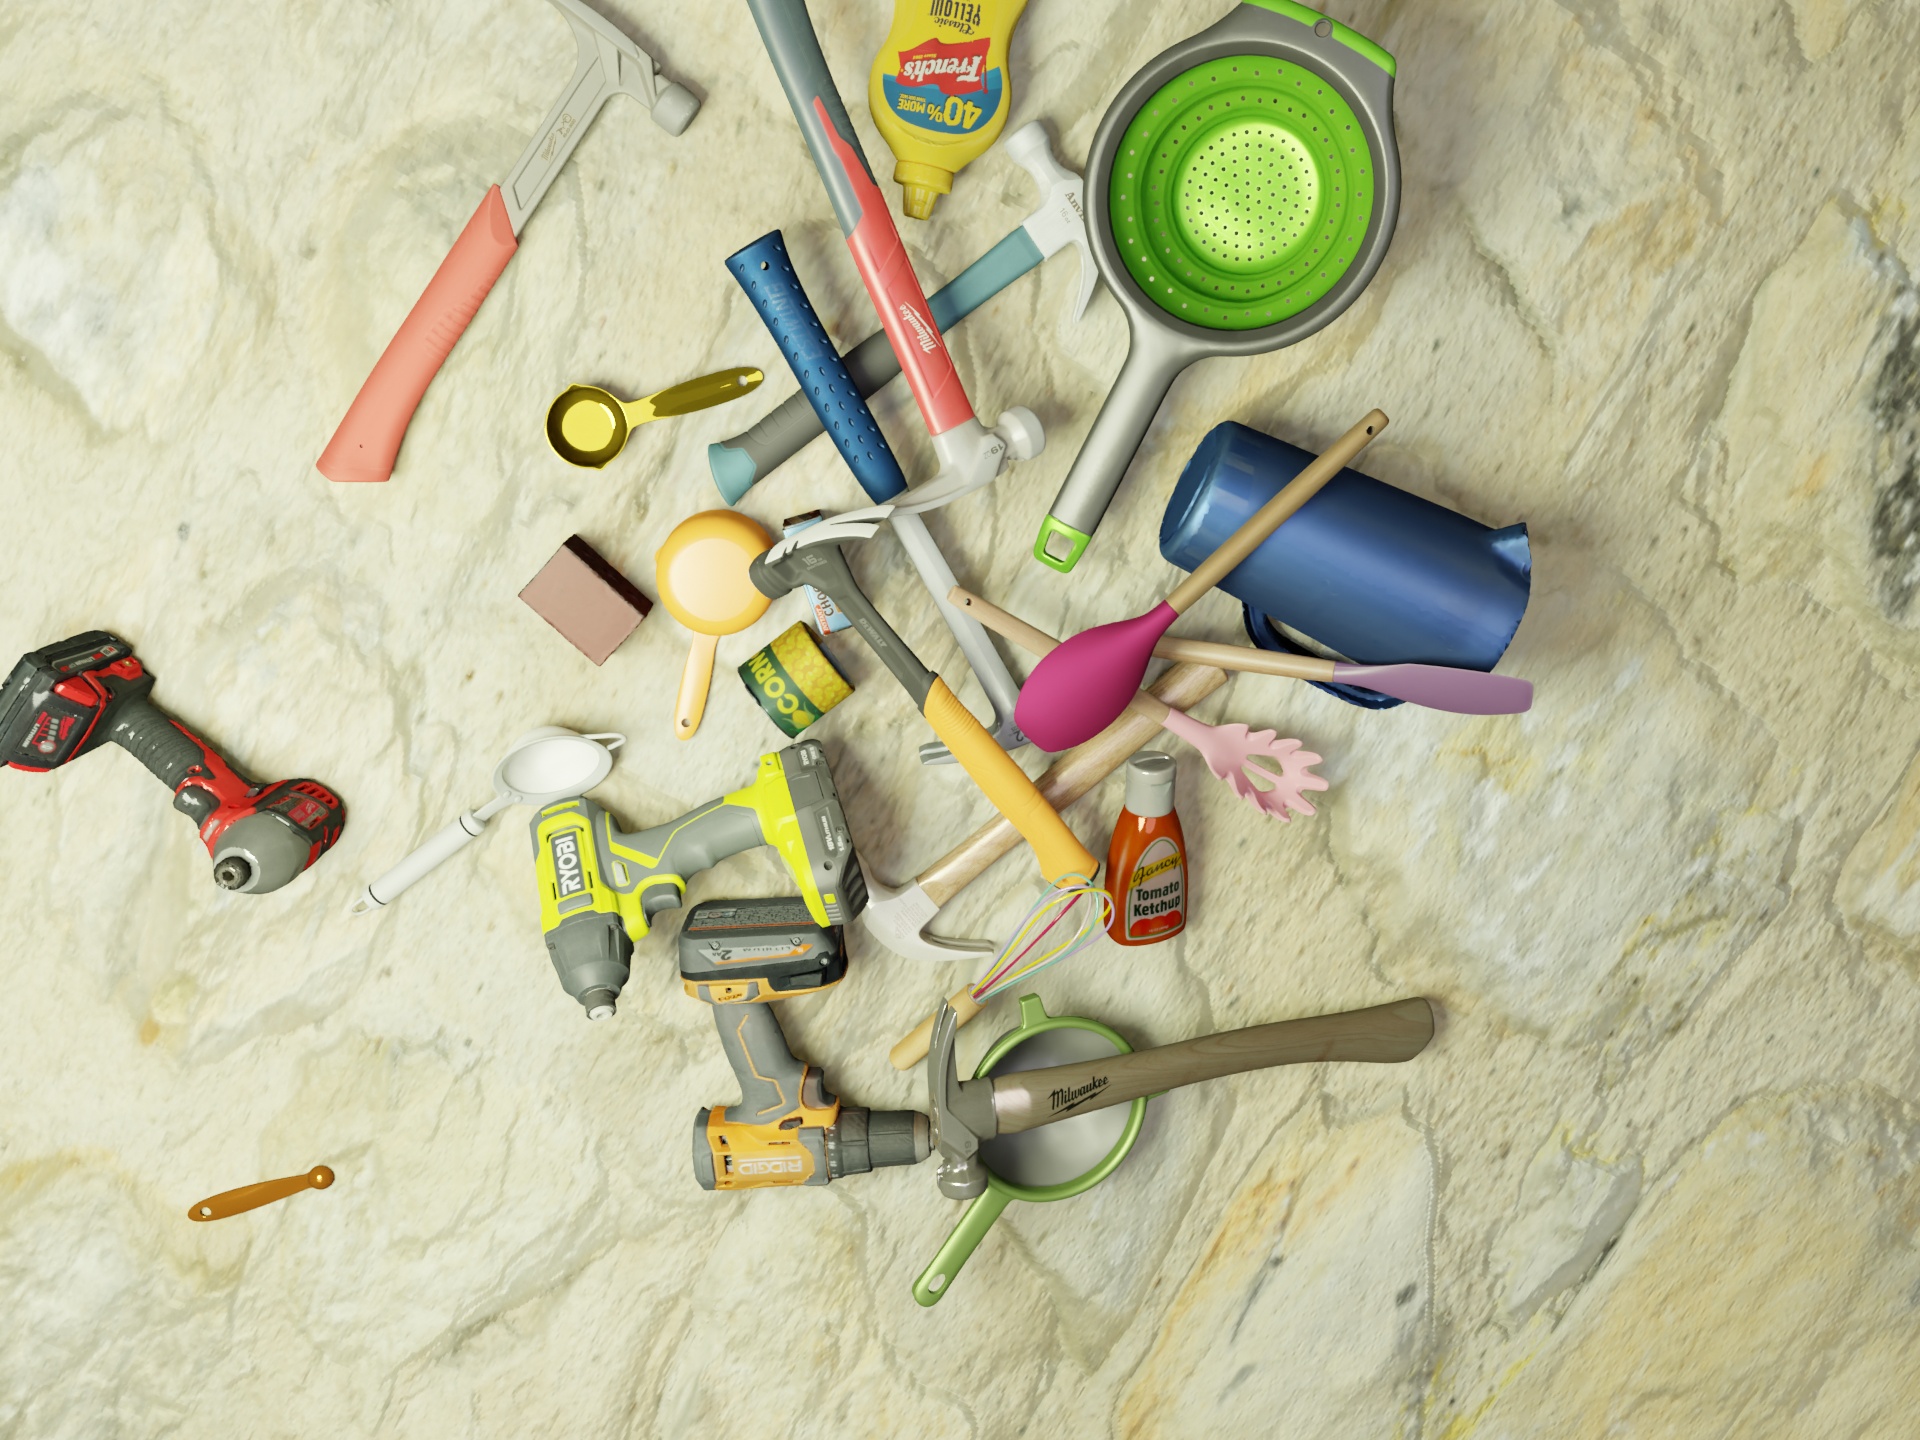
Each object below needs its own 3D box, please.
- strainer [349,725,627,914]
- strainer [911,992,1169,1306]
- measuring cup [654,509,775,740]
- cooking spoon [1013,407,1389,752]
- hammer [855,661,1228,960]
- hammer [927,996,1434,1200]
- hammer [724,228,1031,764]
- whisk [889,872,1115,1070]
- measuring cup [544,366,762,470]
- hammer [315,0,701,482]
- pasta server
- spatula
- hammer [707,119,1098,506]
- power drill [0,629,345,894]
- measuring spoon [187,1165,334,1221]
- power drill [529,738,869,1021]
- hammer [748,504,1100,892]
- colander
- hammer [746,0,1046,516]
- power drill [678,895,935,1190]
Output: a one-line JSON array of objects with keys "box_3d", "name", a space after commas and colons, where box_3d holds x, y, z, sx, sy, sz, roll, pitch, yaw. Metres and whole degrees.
[{"box_3d": [-0.352, 0.068, 1.163, 0.258, 0.050, 0.086, -36, 147, 9], "name": "strainer"}, {"box_3d": [0.034, 0.333, 1.232, 0.151, 0.069, 0.256, 34, 92, -22], "name": "strainer"}, {"box_3d": [-0.183, -0.064, 1.138, 0.095, 0.052, 0.173, 13, 100, -8], "name": "measuring cup"}, {"box_3d": [0.161, -0.093, 1.066, 0.319, 0.017, 0.068, -43, 106, 11], "name": "cooking spoon"}, {"box_3d": [0.065, 0.061, 1.199, 0.331, 0.031, 0.130, -39, 103, 5], "name": "hammer"}, {"box_3d": [0.174, 0.250, 1.204, 0.410, 0.038, 0.146, -7, 103, -17], "name": "hammer"}, {"box_3d": [-0.048, -0.146, 1.114, 0.144, 0.035, 0.405, -29, 111, 4], "name": "hammer"}, {"box_3d": [0.023, 0.191, 1.185, 0.245, 0.047, 0.051, -44, 73, 30], "name": "whisk"}, {"box_3d": [-0.215, -0.221, 1.119, 0.156, 0.029, 0.062, -19, 104, -12], "name": "measuring cup"}, {"box_3d": [-0.335, -0.317, 1.076, 0.149, 0.037, 0.359, 35, 98, -11], "name": "hammer"}, {"box_3d": [0.128, -0.016, 1.148, 0.316, 0.040, 0.060, 29, 87, -15], "name": "pasta server"}, {"box_3d": [0.240, -0.037, 1.129, 0.316, 0.059, 0.018, 10, 63, 20], "name": "spatula"}, {"box_3d": [-0.043, -0.266, 1.113, 0.331, 0.033, 0.128, -36, 102, 5], "name": "hammer"}, {"box_3d": [-0.541, 0.039, 1.090, 0.219, 0.143, 0.078, 36, 101, -9], "name": "power drill"}, {"box_3d": [-0.544, 0.370, 1.233, 0.117, 0.011, 0.021, -16, 104, -1], "name": "measuring spoon"}, {"box_3d": [-0.186, 0.111, 1.128, 0.223, 0.171, 0.080, -18, 143, -4], "name": "power drill"}, {"box_3d": [-0.002, -0.004, 1.108, 0.127, 0.034, 0.336, -16, 122, 44], "name": "hammer"}, {"box_3d": [0.155, -0.284, 1.098, 0.204, 0.094, 0.397, 29, 112, 4], "name": "colander"}, {"box_3d": [-0.076, -0.324, 1.032, 0.143, 0.038, 0.386, -31, 105, -24], "name": "hammer"}, {"box_3d": [-0.117, 0.250, 1.200, 0.185, 0.084, 0.226, -3, 107, 2], "name": "power drill"}]
